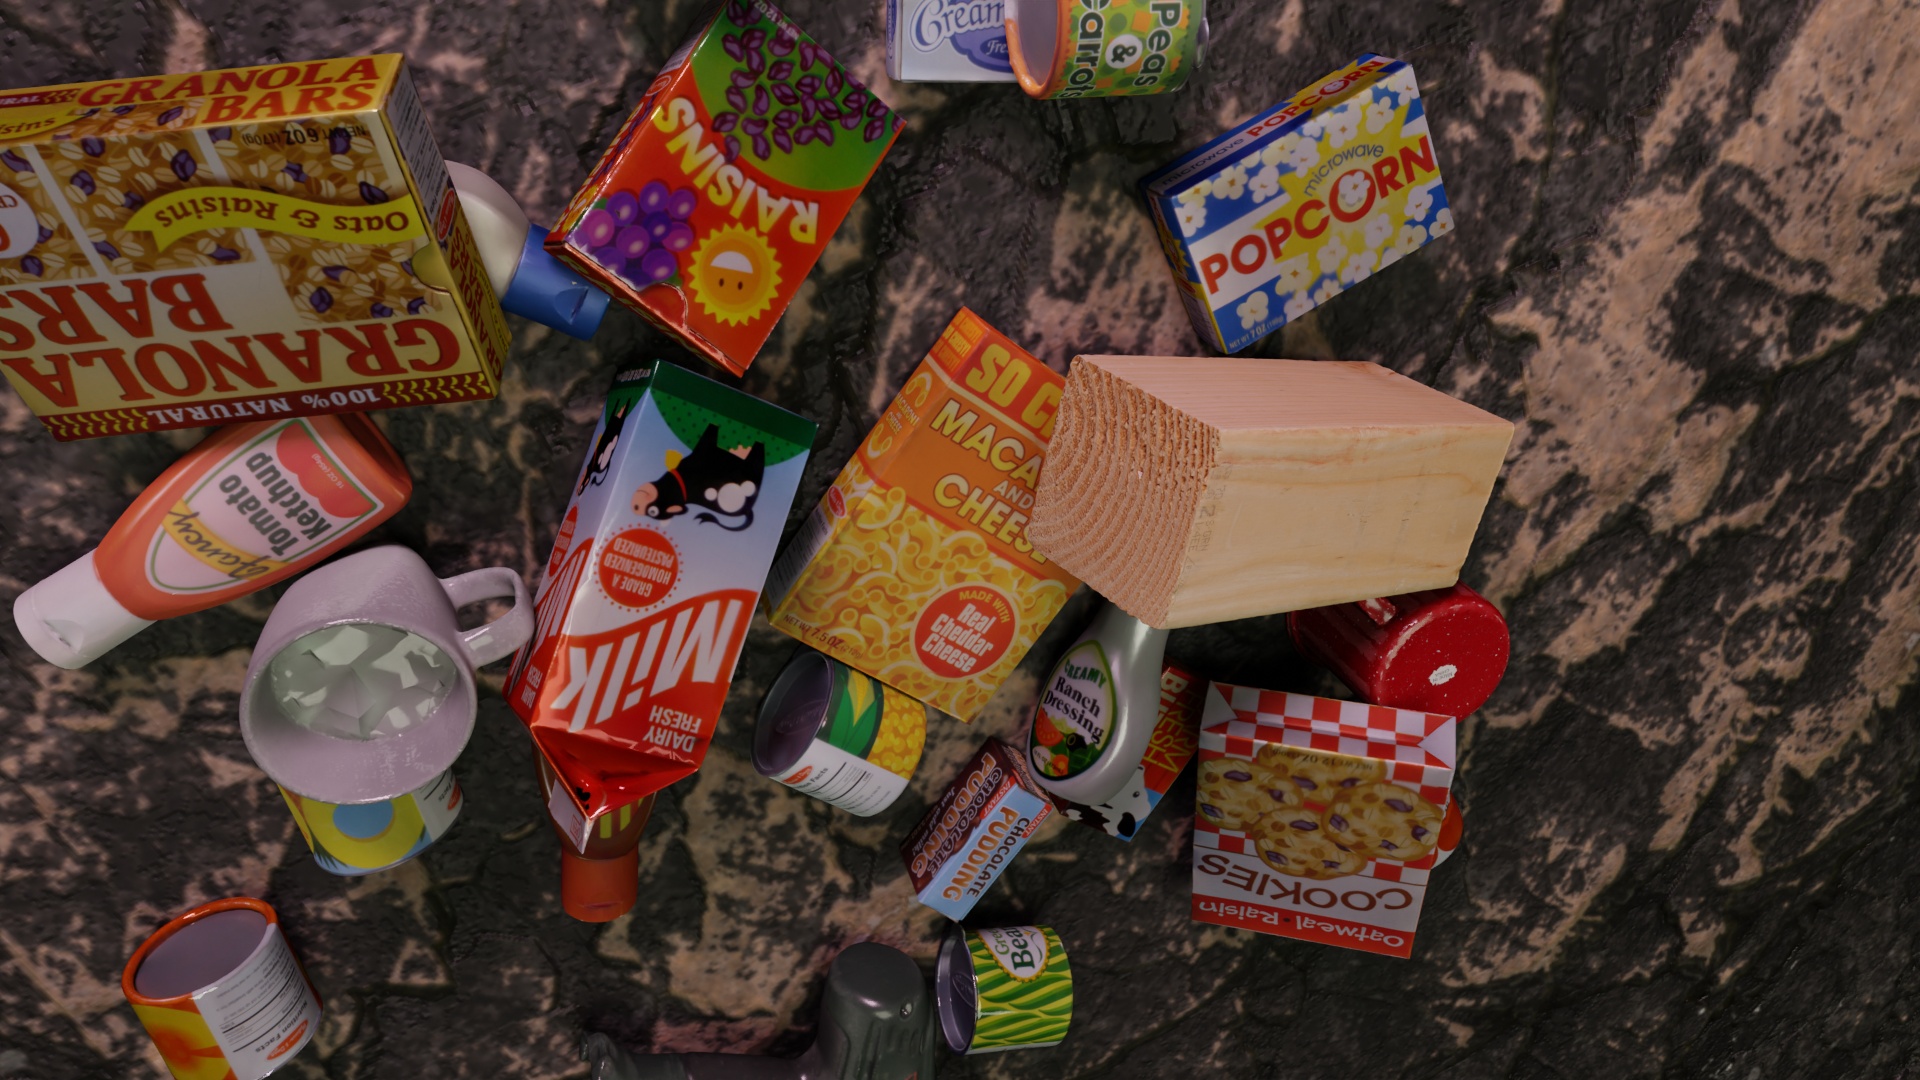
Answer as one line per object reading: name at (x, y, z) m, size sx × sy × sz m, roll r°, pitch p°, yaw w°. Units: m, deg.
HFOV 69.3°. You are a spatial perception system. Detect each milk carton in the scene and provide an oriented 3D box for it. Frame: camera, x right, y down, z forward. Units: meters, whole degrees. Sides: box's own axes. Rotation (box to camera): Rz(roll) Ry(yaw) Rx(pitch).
milk carton at (-0.131, 0.028, 0.572) m, size 0.073 × 0.072 × 0.190 m, roll 21°, pitch 85°, yaw -26°

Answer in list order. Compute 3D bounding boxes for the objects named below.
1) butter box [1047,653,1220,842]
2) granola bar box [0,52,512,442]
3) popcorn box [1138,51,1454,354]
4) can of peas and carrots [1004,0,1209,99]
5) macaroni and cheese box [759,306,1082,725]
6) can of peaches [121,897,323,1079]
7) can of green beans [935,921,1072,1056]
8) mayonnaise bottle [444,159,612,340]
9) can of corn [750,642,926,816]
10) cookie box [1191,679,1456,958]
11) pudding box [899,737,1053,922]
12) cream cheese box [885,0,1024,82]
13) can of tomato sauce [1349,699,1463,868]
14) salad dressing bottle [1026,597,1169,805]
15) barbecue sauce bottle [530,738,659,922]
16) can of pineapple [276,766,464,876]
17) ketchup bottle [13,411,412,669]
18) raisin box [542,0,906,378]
butter box at (0.098, 0.111, 0.755) m, size 0.053 × 0.024 × 0.103 m, roll 27°, pitch 104°, yaw -28°
granola bar box at (-0.259, -0.097, 0.484) m, size 0.166 × 0.039 × 0.123 m, roll -6°, pitch 138°, yaw -1°
popcorn box at (0.155, -0.154, 0.637) m, size 0.127 × 0.038 × 0.085 m, roll -30°, pitch 120°, yaw -3°
can of peas and carrots at (0.054, -0.202, 0.531) m, size 0.059 × 0.071 × 0.070 m, roll -8°, pitch 117°, yaw -14°
macaroni and cheese box at (0.002, -0.008, 0.655) m, size 0.123 × 0.040 × 0.166 m, roll 31°, pitch 103°, yaw -30°
can of peaches at (-0.336, 0.205, 0.631) m, size 0.071 × 0.071 × 0.057 m, roll -15°, pitch 119°, yaw -11°
can of green beans at (0.024, 0.249, 0.772) m, size 0.058 × 0.071 × 0.071 m, roll 2°, pitch 114°, yaw -20°
mayonnaise bottle at (-0.207, -0.120, 0.530) m, size 0.148 × 0.041 × 0.064 m, roll 20°, pitch 114°, yaw -25°
can of corn at (-0.058, 0.091, 0.670) m, size 0.058 × 0.071 × 0.071 m, roll 30°, pitch 103°, yaw -29°
cookie box at (0.189, 0.152, 0.744) m, size 0.123 × 0.040 × 0.166 m, roll 7°, pitch 133°, yaw 15°
pudding box at (0.008, 0.152, 0.729) m, size 0.030 × 0.050 × 0.083 m, roll 33°, pitch 101°, yaw -27°
cream cheese box at (0.021, -0.216, 0.570) m, size 0.104 × 0.024 × 0.053 m, roll -5°, pitch 115°, yaw -16°
can of tomato sauce at (0.243, 0.142, 0.792) m, size 0.071 × 0.071 × 0.083 m, roll -35°, pitch 121°, yaw 0°
salad dressing bottle at (0.080, 0.060, 0.706) m, size 0.044 × 0.064 × 0.147 m, roll 12°, pitch 102°, yaw -41°
barbecue sauce bottle at (-0.169, 0.110, 0.653) m, size 0.065 × 0.044 × 0.147 m, roll -2°, pitch 116°, yaw -20°
can of pineapple at (-0.261, 0.103, 0.606) m, size 0.071 × 0.071 × 0.057 m, roll -17°, pitch 119°, yaw -10°
ketchup bottle at (-0.300, -0.003, 0.555) m, size 0.149 × 0.044 × 0.064 m, roll -32°, pitch 118°, yaw -1°
raisin box at (-0.090, -0.139, 0.540) m, size 0.086 × 0.040 × 0.123 m, roll 36°, pitch 81°, yaw -30°
